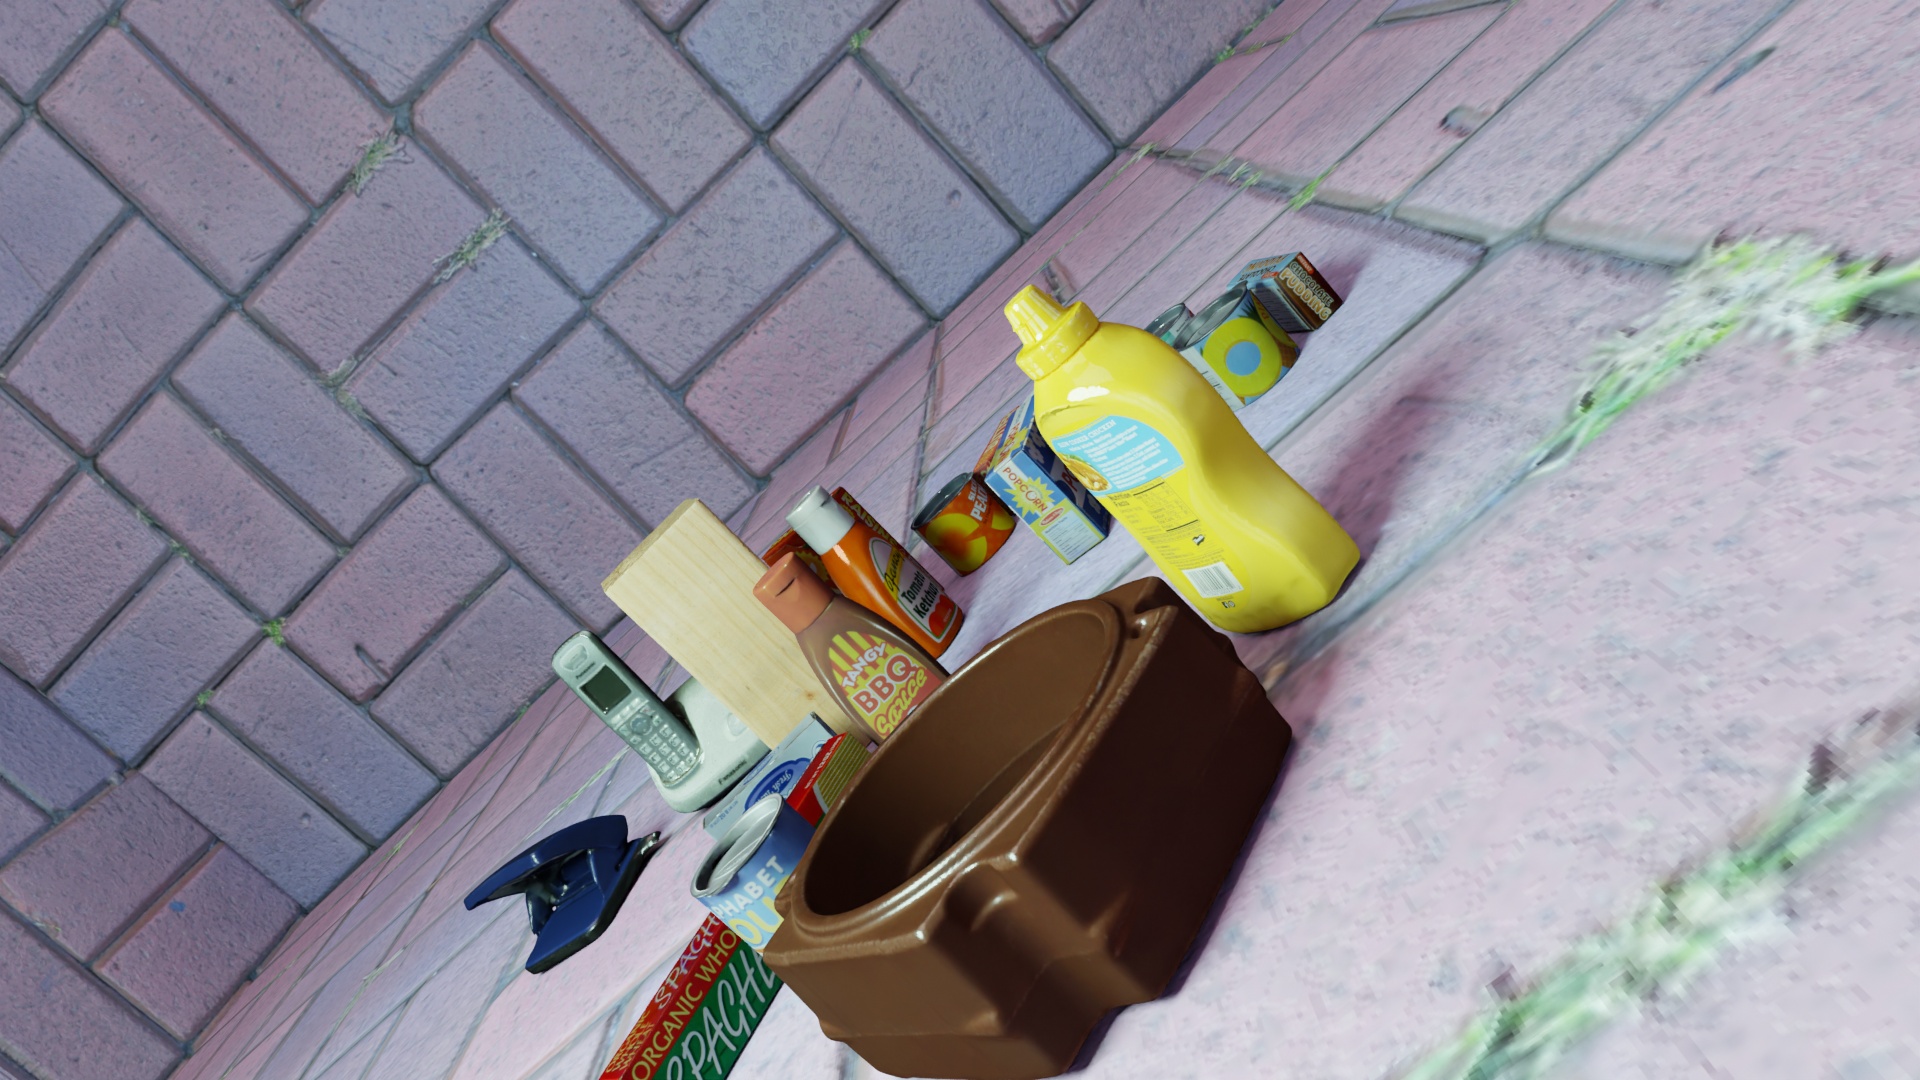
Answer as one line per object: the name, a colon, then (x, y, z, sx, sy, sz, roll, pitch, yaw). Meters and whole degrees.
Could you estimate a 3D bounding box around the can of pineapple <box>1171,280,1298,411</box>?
can of pineapple: (0.186, -0.130, 0.936, 0.071, 0.058, 0.071, -42, 12, 12)

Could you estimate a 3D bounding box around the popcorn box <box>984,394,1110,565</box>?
popcorn box: (0.067, -0.048, 0.982, 0.038, 0.085, 0.127, -39, 13, 24)

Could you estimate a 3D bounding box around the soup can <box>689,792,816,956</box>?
soup can: (-0.087, 0.184, 0.715, 0.071, 0.083, 0.071, -42, 12, 12)

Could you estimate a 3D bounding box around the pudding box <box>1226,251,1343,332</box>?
pudding box: (0.225, -0.172, 0.970, 0.030, 0.049, 0.084, -45, 12, -4)

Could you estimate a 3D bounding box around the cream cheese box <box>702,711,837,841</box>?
cream cheese box: (-0.116, 0.170, 0.926, 0.104, 0.053, 0.024, -45, 12, -4)

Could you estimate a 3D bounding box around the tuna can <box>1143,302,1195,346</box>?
tuna can: (0.169, -0.161, 1.152, 0.071, 0.033, 0.071, -42, 13, 11)

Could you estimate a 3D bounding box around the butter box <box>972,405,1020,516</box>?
butter box: (0.047, -0.069, 1.189, 0.024, 0.053, 0.104, -36, 15, 35)

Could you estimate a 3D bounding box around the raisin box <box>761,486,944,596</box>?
raisin box: (-0.088, 0.028, 1.136, 0.086, 0.123, 0.040, -37, 14, 31)

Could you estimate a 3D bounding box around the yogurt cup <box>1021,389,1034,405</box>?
yogurt cup: (0.093, -0.115, 1.193, 0.072, 0.054, 0.072, -42, 13, 12)

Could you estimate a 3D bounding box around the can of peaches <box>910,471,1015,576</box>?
can of peaches: (0.004, -0.014, 1.135, 0.071, 0.058, 0.071, -42, 12, 12)

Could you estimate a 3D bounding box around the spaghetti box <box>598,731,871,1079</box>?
spaghetti box: (-0.110, 0.212, 0.776, 0.028, 0.050, 0.251, -32, 17, 44)

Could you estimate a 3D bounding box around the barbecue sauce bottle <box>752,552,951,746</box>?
barbecue sauce bottle: (-0.065, 0.071, 0.866, 0.065, 0.148, 0.044, -45, 12, -3)

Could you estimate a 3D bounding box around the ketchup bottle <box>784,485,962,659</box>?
ketchup bottle: (-0.065, 0.024, 1.017, 0.043, 0.148, 0.065, -36, 14, 33)
